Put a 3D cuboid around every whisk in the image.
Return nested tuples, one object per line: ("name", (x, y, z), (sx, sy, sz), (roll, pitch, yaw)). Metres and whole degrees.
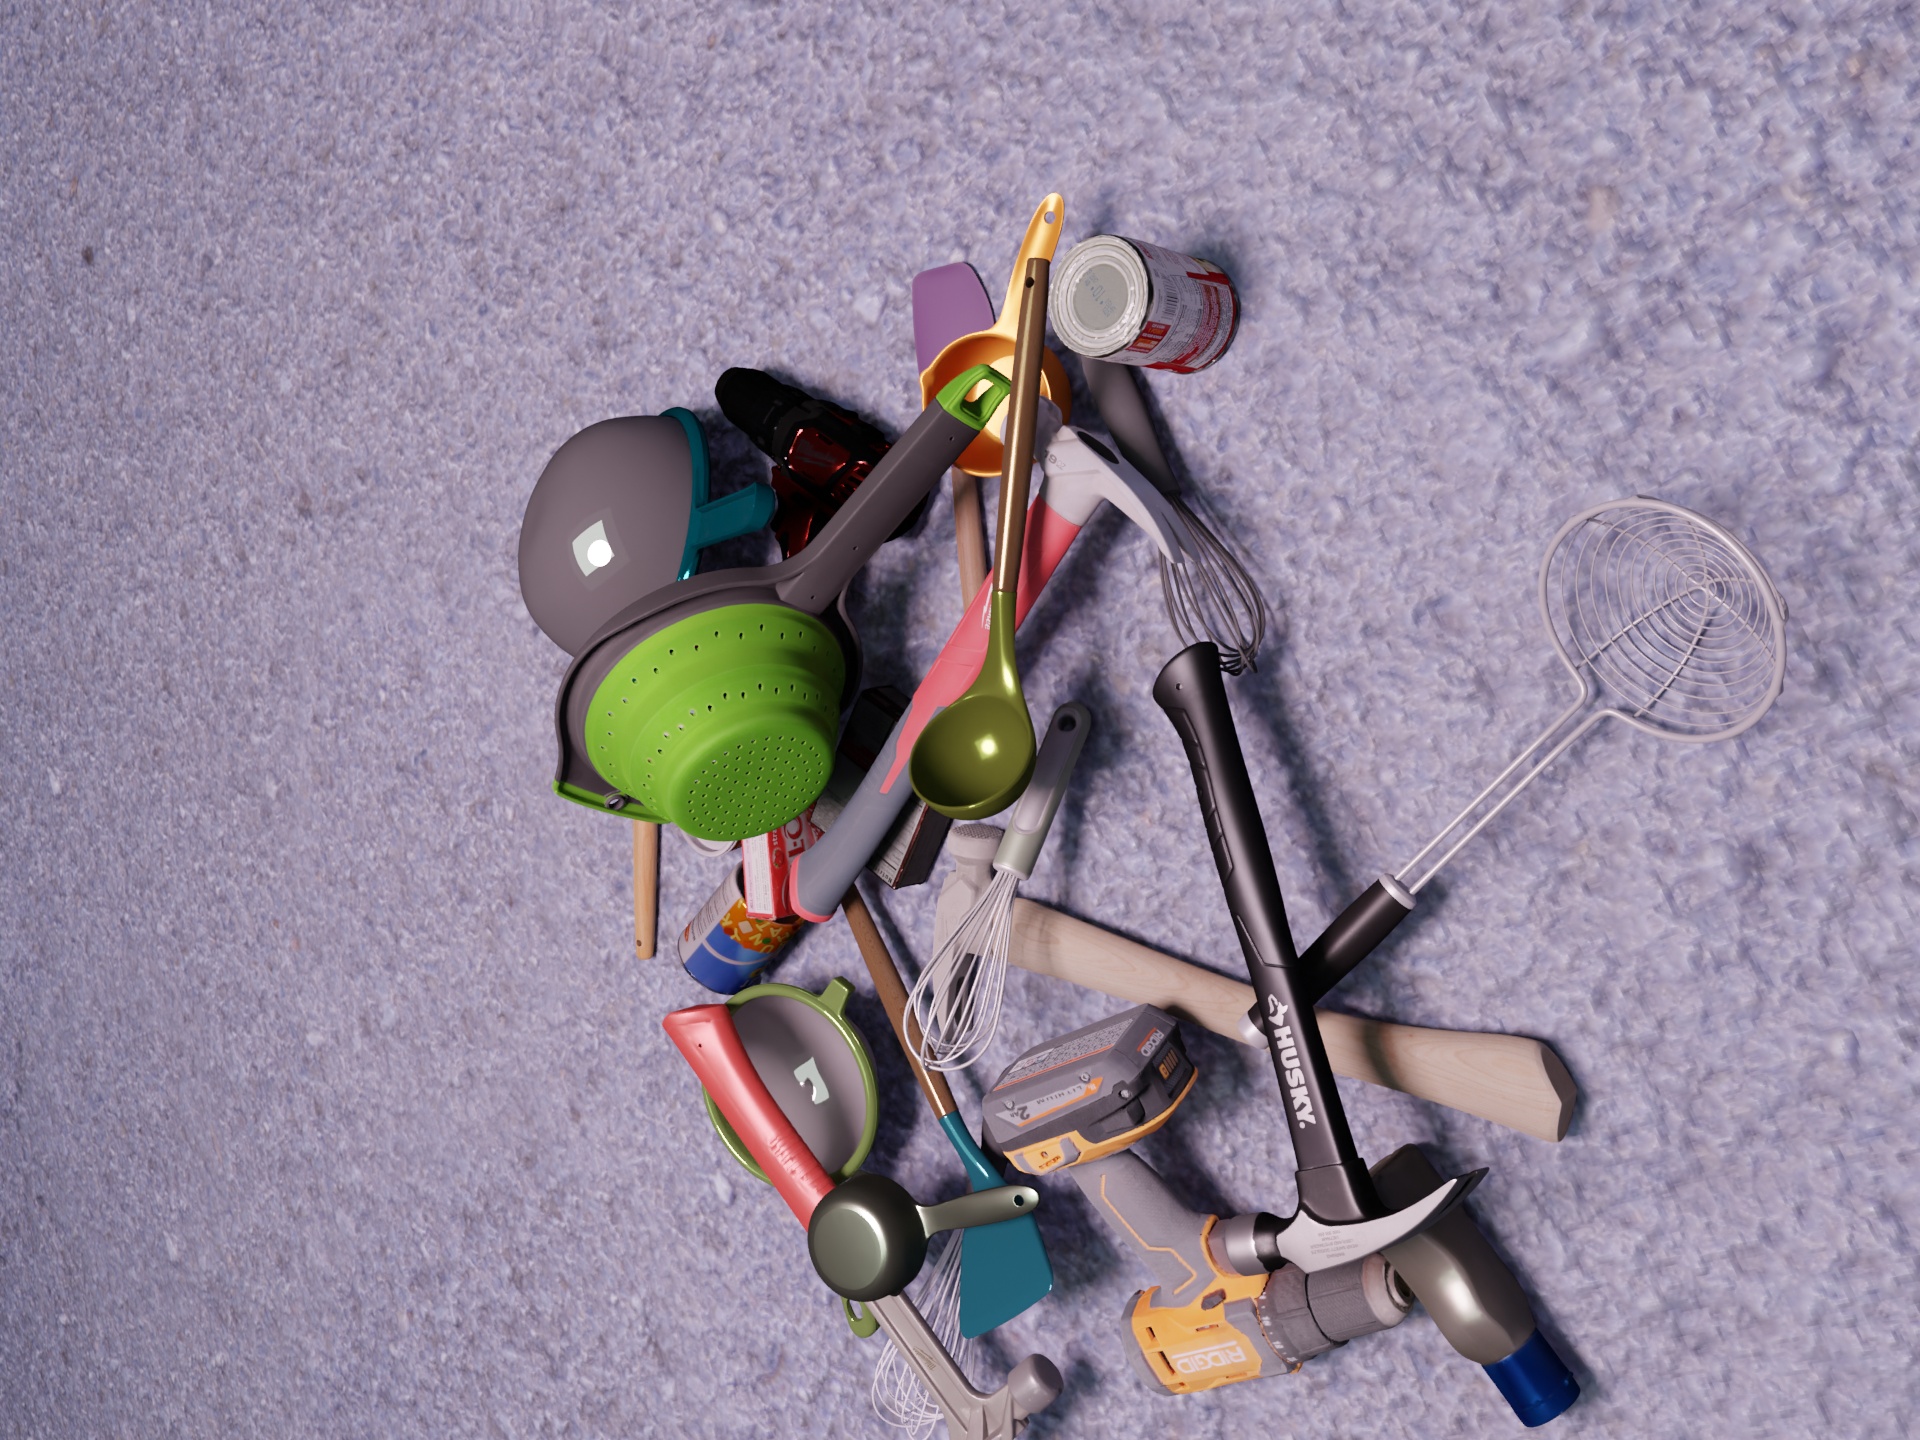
("whisk", (0.122, -0.132, 0.941), (0.055, 0.055, 0.239), (-33, 70, 35))
("whisk", (0.003, 0.360, 1.075), (0.070, 0.070, 0.284), (24, 104, 33))
("whisk", (0.027, 0.100, 0.979), (0.058, 0.059, 0.246), (18, 77, 21))

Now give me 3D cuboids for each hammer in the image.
("hammer", (-0.093, 0.344, 1.072), (0.149, 0.036, 0.359), (-45, 73, 17))
("hammer", (-0.002, -0.003, 0.995), (0.143, 0.038, 0.386), (46, 121, 24))
("hammer", (0.168, 0.117, 0.847), (0.146, 0.035, 0.335), (-26, 70, 40))
("hammer", (0.153, 0.177, 0.951), (0.411, 0.038, 0.146), (13, 104, 36))

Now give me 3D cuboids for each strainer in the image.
("strainer", (-0.091, 0.304, 1.135), (0.151, 0.069, 0.256), (-19, 89, 30))
("strainer", (-0.231, -0.134, 1.088), (0.340, 0.095, 0.211), (-2, 78, 61))

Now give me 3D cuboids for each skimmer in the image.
("skimmer", (0.255, 0.047, 0.805), (0.127, 0.090, 0.363), (49, 113, 22))

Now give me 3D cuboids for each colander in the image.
("colander", (-0.092, -0.046, 0.981), (0.397, 0.204, 0.095), (-46, 51, 20))

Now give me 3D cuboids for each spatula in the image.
("spatula", (0.006, -0.141, 1.042), (0.060, 0.018, 0.316), (-5, 91, 28))
("spatula", (-0.024, 0.238, 1.049), (0.082, 0.044, 0.318), (-41, 63, 28))

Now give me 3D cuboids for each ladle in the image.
("ladle", (0.021, -0.100, 0.905), (0.078, 0.062, 0.320), (12, 102, 33))

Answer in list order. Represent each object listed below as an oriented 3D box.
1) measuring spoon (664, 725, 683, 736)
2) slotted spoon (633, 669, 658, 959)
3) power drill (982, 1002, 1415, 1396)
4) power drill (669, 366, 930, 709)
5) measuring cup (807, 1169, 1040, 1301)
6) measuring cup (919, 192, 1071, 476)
("measuring spoon", (-0.215, 0.009, 1.215), (0.124, 0.018, 0.034), (-5, 98, 26))
("slotted spoon", (-0.246, 0.037, 1.250), (0.070, 0.031, 0.313), (9, 101, 33))
("power drill", (0.138, 0.281, 0.926), (0.185, 0.084, 0.226), (-30, 94, 36))
("power drill", (-0.134, -0.123, 1.118), (0.188, 0.080, 0.226), (38, 113, 29))
("measuring cup", (-0.027, 0.316, 0.992), (0.167, 0.038, 0.083), (-23, 79, 30))
("measuring cup", (0.039, -0.235, 0.976), (0.095, 0.052, 0.173), (26, 112, 17))
